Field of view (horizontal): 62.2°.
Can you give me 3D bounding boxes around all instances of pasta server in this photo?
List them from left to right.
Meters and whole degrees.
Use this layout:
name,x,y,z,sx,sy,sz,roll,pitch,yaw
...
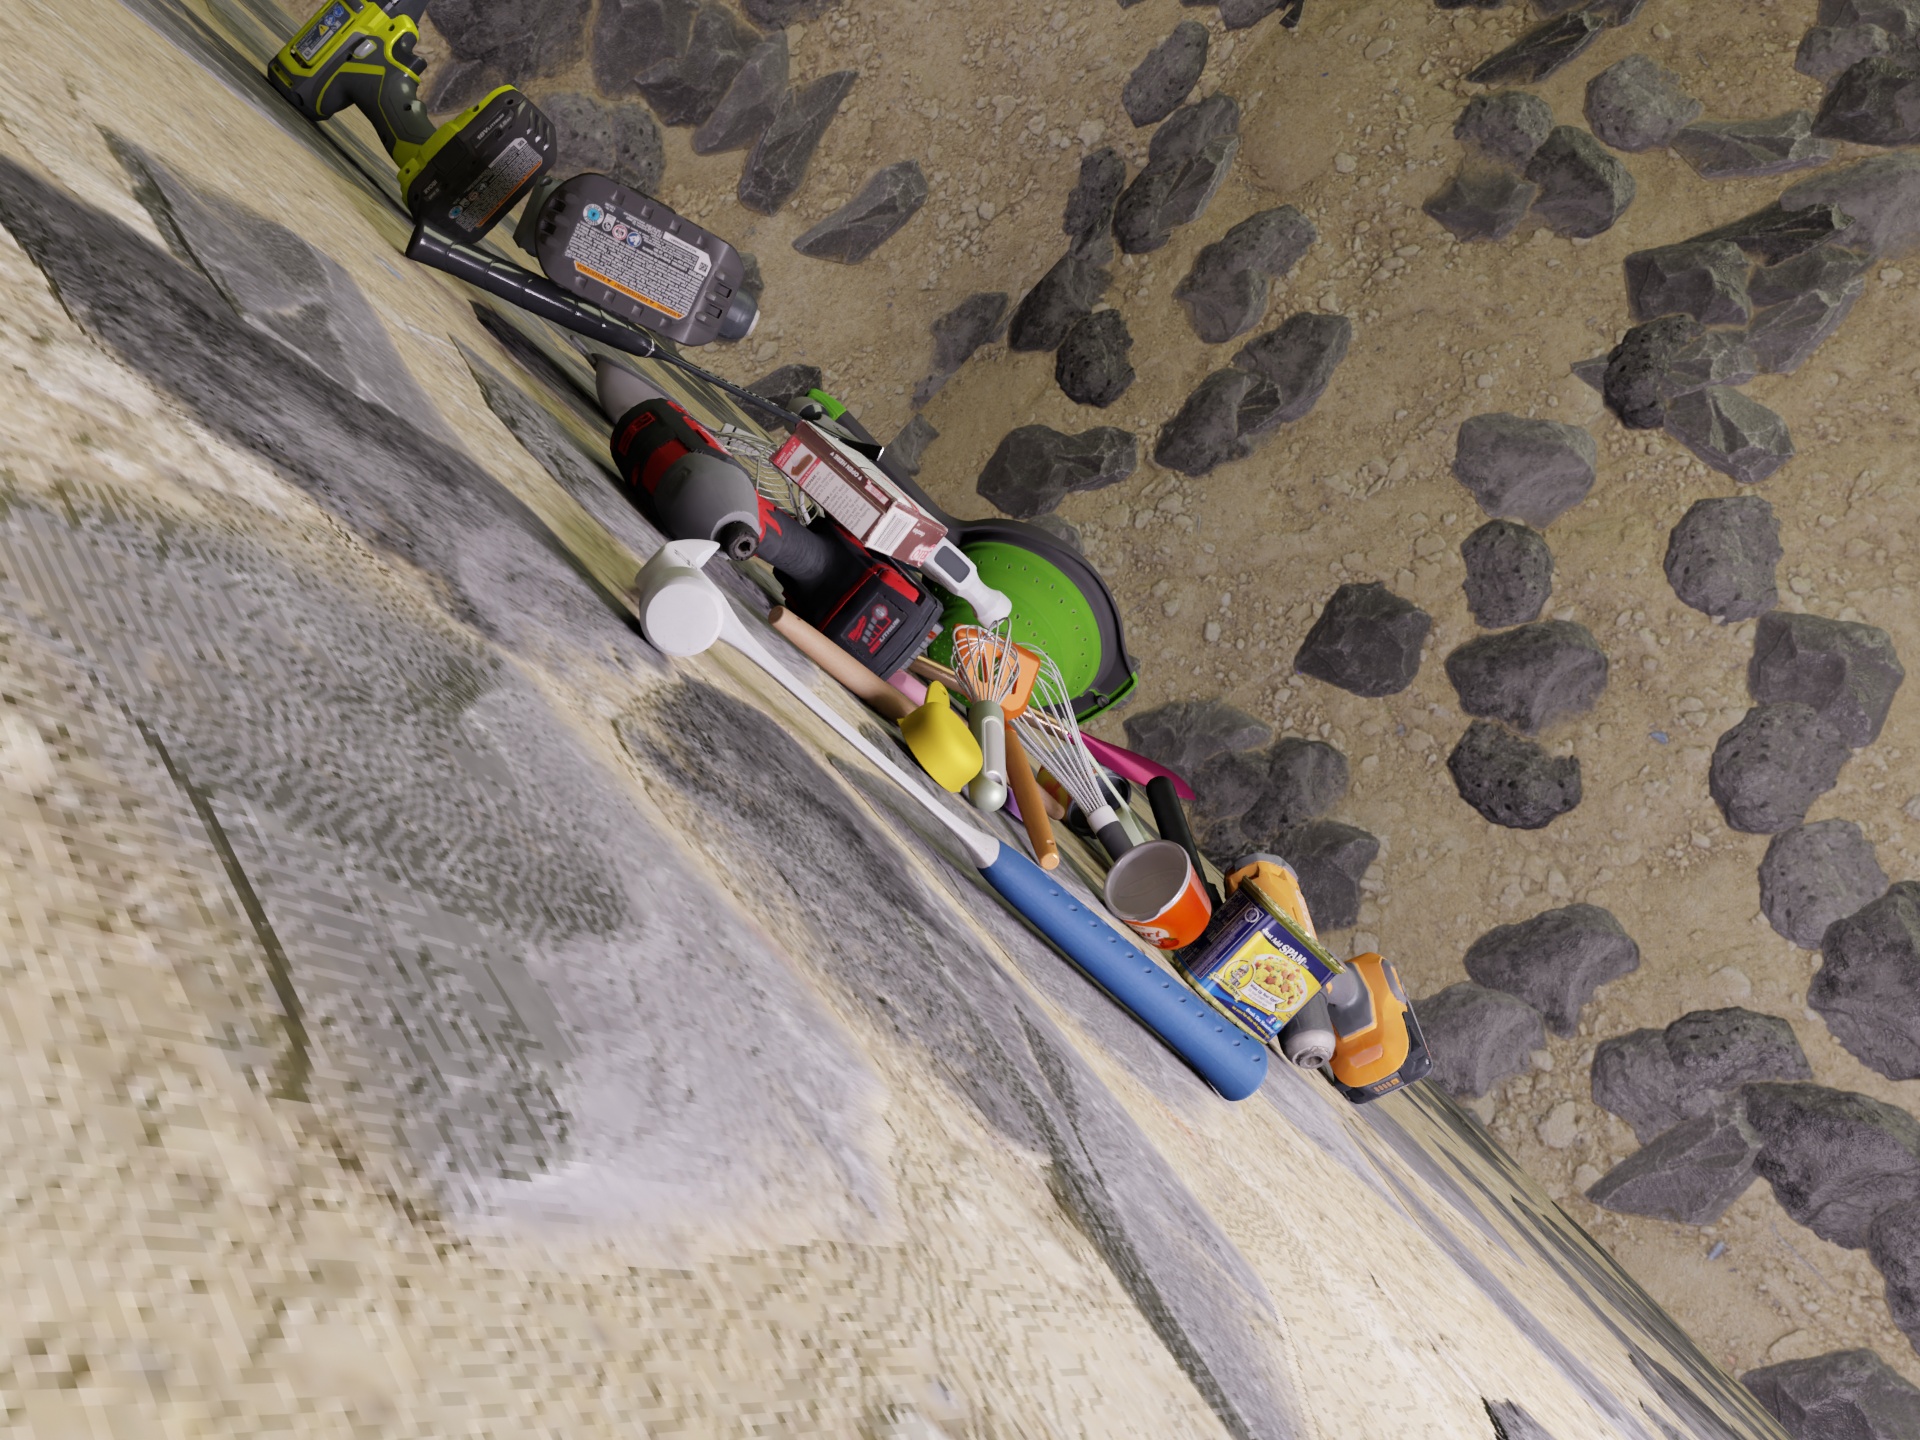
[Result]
name,x,y,z,sx,sy,sz,roll,pitch,yaw
pasta server,-0.002,-0.004,1.234,0.315,0.040,0.060,41,14,-41

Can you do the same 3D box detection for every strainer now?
name,x,y,z,sx,sy,sz,roll,pitch,yaw
strainer,-0.189,-0.221,1.228,0.258,0.050,0.087,23,-5,-8

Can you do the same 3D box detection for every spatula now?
name,x,y,z,sx,sy,sz,roll,pitch,yaw
spatula,-0.027,0.005,1.057,0.315,0.018,0.060,40,10,-48
spatula,0.042,0.016,1.166,0.081,0.041,0.323,21,20,-17

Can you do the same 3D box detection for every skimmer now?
name,x,y,z,sx,sy,sz,roll,pitch,yaw
skimmer,-0.143,-0.134,1.260,0.127,0.090,0.363,40,-6,11

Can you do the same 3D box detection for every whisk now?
name,x,y,z,sx,sy,sz,roll,pitch,yaw
whisk,0.019,-0.008,1.111,0.057,0.059,0.247,33,24,-16
whisk,0.099,0.055,1.291,0.285,0.070,0.070,60,11,23

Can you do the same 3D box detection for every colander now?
name,x,y,z,sx,sy,sz,roll,pitch,yaw
colander,-0.020,-0.130,1.424,0.397,0.204,0.094,46,49,-6

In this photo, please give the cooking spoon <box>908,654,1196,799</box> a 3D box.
name,x,y,z,sx,sy,sz,roll,pitch,yaw
cooking spoon,0.069,0.000,1.383,0.318,0.017,0.069,24,17,-15

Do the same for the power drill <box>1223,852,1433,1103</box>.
name,x,y,z,sx,sy,sz,roll,pitch,yaw
power drill,0.300,0.232,1.292,0.226,0.084,0.186,43,26,-37

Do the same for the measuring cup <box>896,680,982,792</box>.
name,x,y,z,sx,sy,sz,roll,pitch,yaw
measuring cup,-0.008,-0.003,1.036,0.062,0.029,0.157,49,15,-15

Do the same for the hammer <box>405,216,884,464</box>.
name,x,y,z,sx,sy,sz,roll,pitch,yaw
hammer,-0.225,-0.274,1.194,0.408,0.036,0.149,18,14,-44

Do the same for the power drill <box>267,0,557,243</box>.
name,x,y,z,sx,sy,sz,roll,pitch,yaw
power drill,-0.446,-0.521,1.313,0.223,0.171,0.080,48,5,11

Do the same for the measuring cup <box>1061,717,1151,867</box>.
name,x,y,z,sx,sy,sz,roll,pitch,yaw
measuring cup,0.120,0.076,1.355,0.167,0.038,0.083,56,8,-4

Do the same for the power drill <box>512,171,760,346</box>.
name,x,y,z,sx,sy,sz,roll,pitch,yaw
power drill,-0.226,-0.328,1.153,0.190,0.080,0.229,24,9,-20

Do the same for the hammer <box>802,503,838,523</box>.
name,x,y,z,sx,sy,sz,roll,pitch,yaw
hammer,-0.103,-0.181,1.589,0.034,0.127,0.337,47,9,-24

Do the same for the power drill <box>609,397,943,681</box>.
name,x,y,z,sx,sy,sz,roll,pitch,yaw
power drill,-0.115,-0.109,1.007,0.219,0.078,0.143,34,10,-49

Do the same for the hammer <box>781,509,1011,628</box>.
name,x,y,z,sx,sy,sz,roll,pitch,yaw
hammer,-0.084,-0.150,1.369,0.128,0.033,0.331,43,-11,-30

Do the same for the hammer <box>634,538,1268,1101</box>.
name,x,y,z,sx,sy,sz,roll,pitch,yaw
hammer,0.004,0.054,0.768,0.405,0.035,0.144,42,5,-20

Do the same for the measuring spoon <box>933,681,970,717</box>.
name,x,y,z,sx,sy,sz,roll,pitch,yaw
measuring spoon,-0.014,-0.023,1.478,0.128,0.021,0.042,31,16,-24
